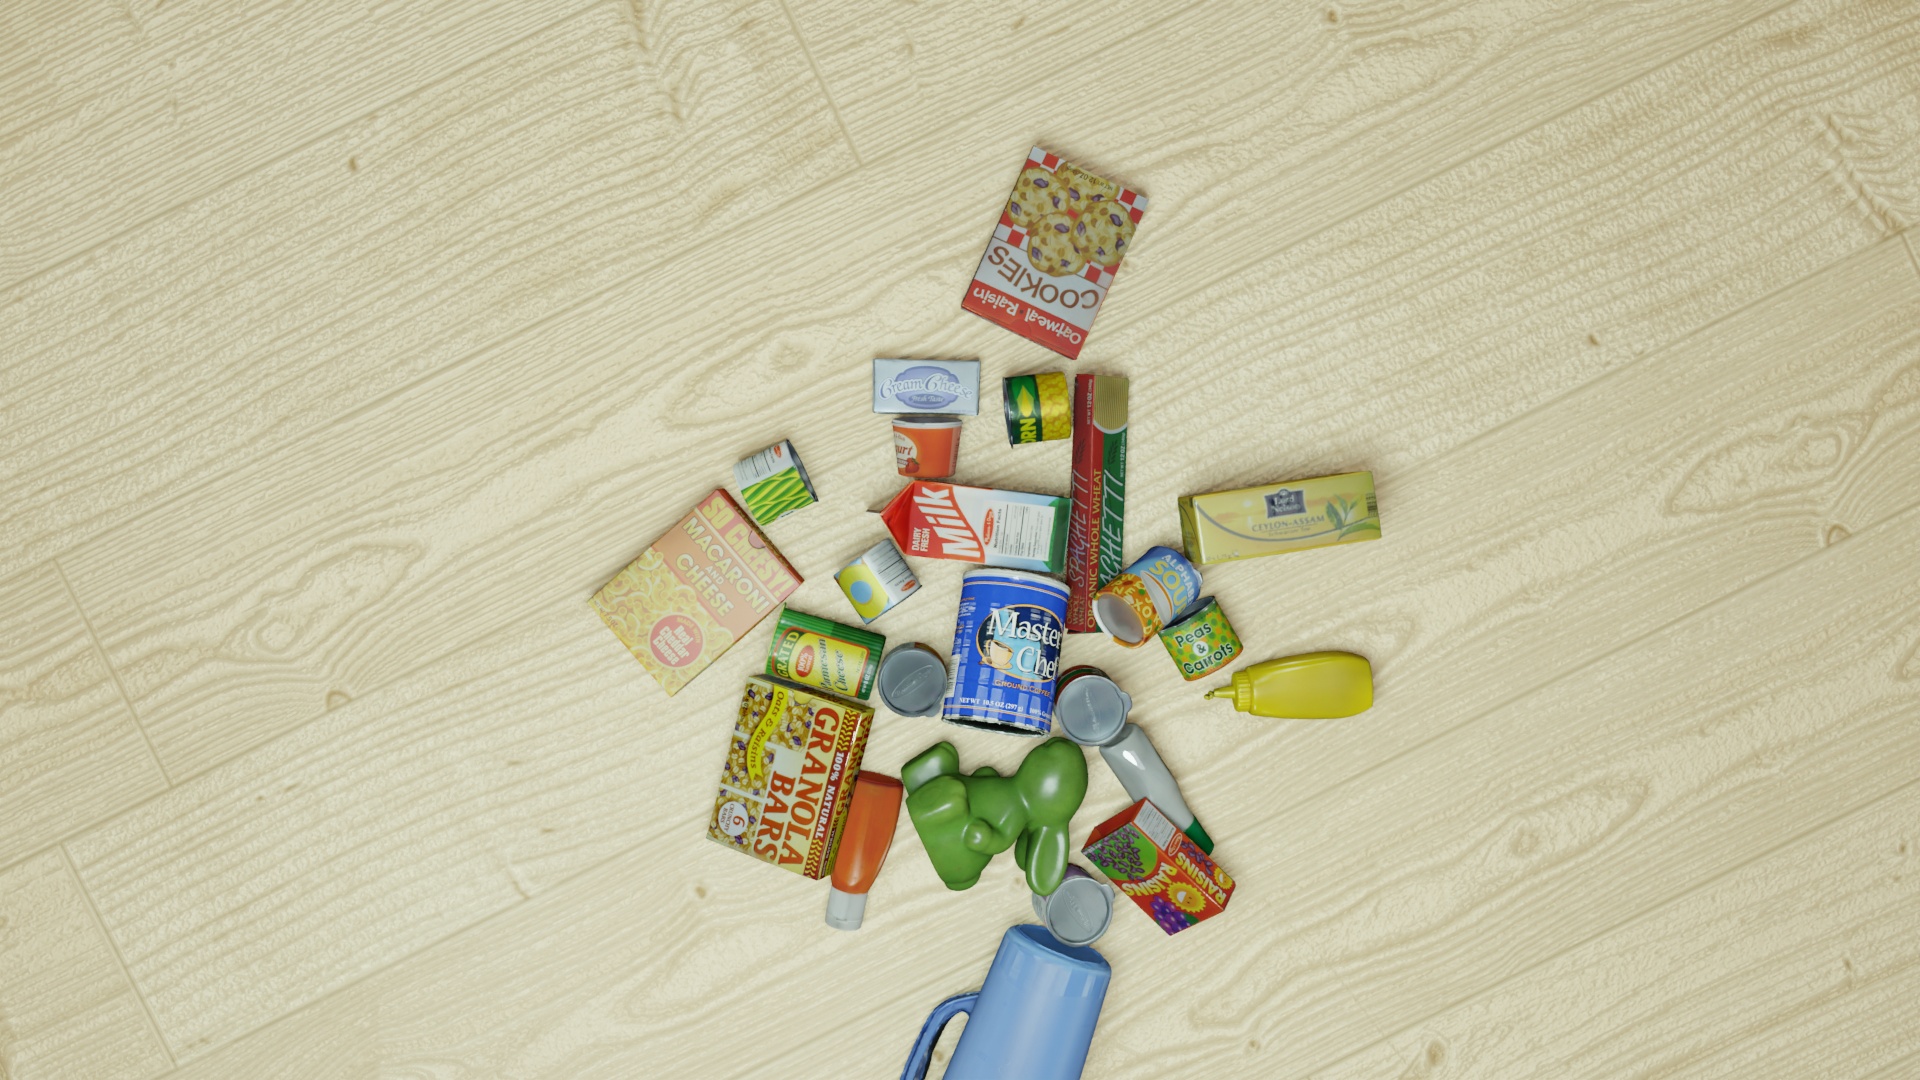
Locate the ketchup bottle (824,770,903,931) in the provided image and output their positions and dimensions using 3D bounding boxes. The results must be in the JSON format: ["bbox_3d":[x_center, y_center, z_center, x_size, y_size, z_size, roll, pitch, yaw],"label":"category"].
[{"bbox_3d":[-0.099,0.300,1.342,0.065,0.043,0.148,12,92,5],"label":"ketchup bottle"}]

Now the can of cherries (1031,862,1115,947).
[{"bbox_3d":[0.109,0.348,1.335,0.071,0.058,0.071,0,92,-11],"label":"can of cherries"}]

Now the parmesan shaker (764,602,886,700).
[{"bbox_3d":[-0.128,0.106,1.324,0.103,0.071,0.071,15,92,-1],"label":"parmesan shaker"}]

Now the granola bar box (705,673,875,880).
[{"bbox_3d":[-0.162,0.223,1.321,0.124,0.039,0.165,15,91,19],"label":"granola bar box"}]

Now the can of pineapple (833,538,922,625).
[{"bbox_3d":[-0.080,0.040,1.324,0.071,0.071,0.058,-35,91,0],"label":"can of pineapple"}]

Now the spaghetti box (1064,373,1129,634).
[{"bbox_3d":[0.131,-0.034,1.332,0.050,0.028,0.249,1,92,-40],"label":"spaghetti box"}]

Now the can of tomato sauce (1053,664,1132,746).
[{"bbox_3d":[0.123,0.155,1.322,0.071,0.083,0.071,0,92,-1],"label":"can of tomato sauce"}]

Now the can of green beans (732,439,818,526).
[{"bbox_3d":[-0.176,-0.054,1.319,0.058,0.071,0.071,-25,92,1],"label":"can of green beans"}]

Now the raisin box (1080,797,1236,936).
[{"bbox_3d":[0.189,0.313,1.328,0.123,0.040,0.085,44,134,-2],"label":"raisin box"}]

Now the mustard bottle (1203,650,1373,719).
[{"bbox_3d":[0.314,0.142,1.342,0.160,0.049,0.065,-3,92,0],"label":"mustard bottle"}]

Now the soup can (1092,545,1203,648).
[{"bbox_3d":[0.177,0.053,1.309,0.084,0.071,0.071,-36,93,-33],"label":"soup can"}]

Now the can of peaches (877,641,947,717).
[{"bbox_3d":[-0.044,0.134,1.331,0.071,0.058,0.071,0,92,-2],"label":"can of peaches"}]

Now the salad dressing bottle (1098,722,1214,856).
[{"bbox_3d":[0.191,0.246,1.340,0.044,0.064,0.147,-38,101,-19],"label":"salad dressing bottle"}]

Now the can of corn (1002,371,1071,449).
[{"bbox_3d":[0.073,-0.124,1.320,0.058,0.071,0.071,-7,92,-1],"label":"can of corn"}]

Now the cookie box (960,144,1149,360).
[{"bbox_3d":[0.089,-0.273,1.329,0.123,0.040,0.167,25,91,-2],"label":"cookie box"}]

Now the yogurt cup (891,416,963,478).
[{"bbox_3d":[-0.032,-0.089,1.322,0.072,0.072,0.053,1,100,-1],"label":"yogurt cup"}]

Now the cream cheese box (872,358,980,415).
[{"bbox_3d":[-0.033,-0.148,1.339,0.104,0.024,0.053,1,91,-1],"label":"cream cheese box"}]

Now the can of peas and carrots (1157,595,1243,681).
[{"bbox_3d":[0.229,0.094,1.328,0.071,0.071,0.058,-31,93,0],"label":"can of peas and carrots"}]

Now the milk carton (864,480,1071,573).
[{"bbox_3d":[0.005,-0.017,1.321,0.191,0.072,0.073,7,92,-2],"label":"milk carton"}]

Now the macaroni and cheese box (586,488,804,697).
[{"bbox_3d":[-0.252,0.049,1.333,0.166,0.040,0.123,-41,93,1],"label":"macaroni and cheese box"}]
